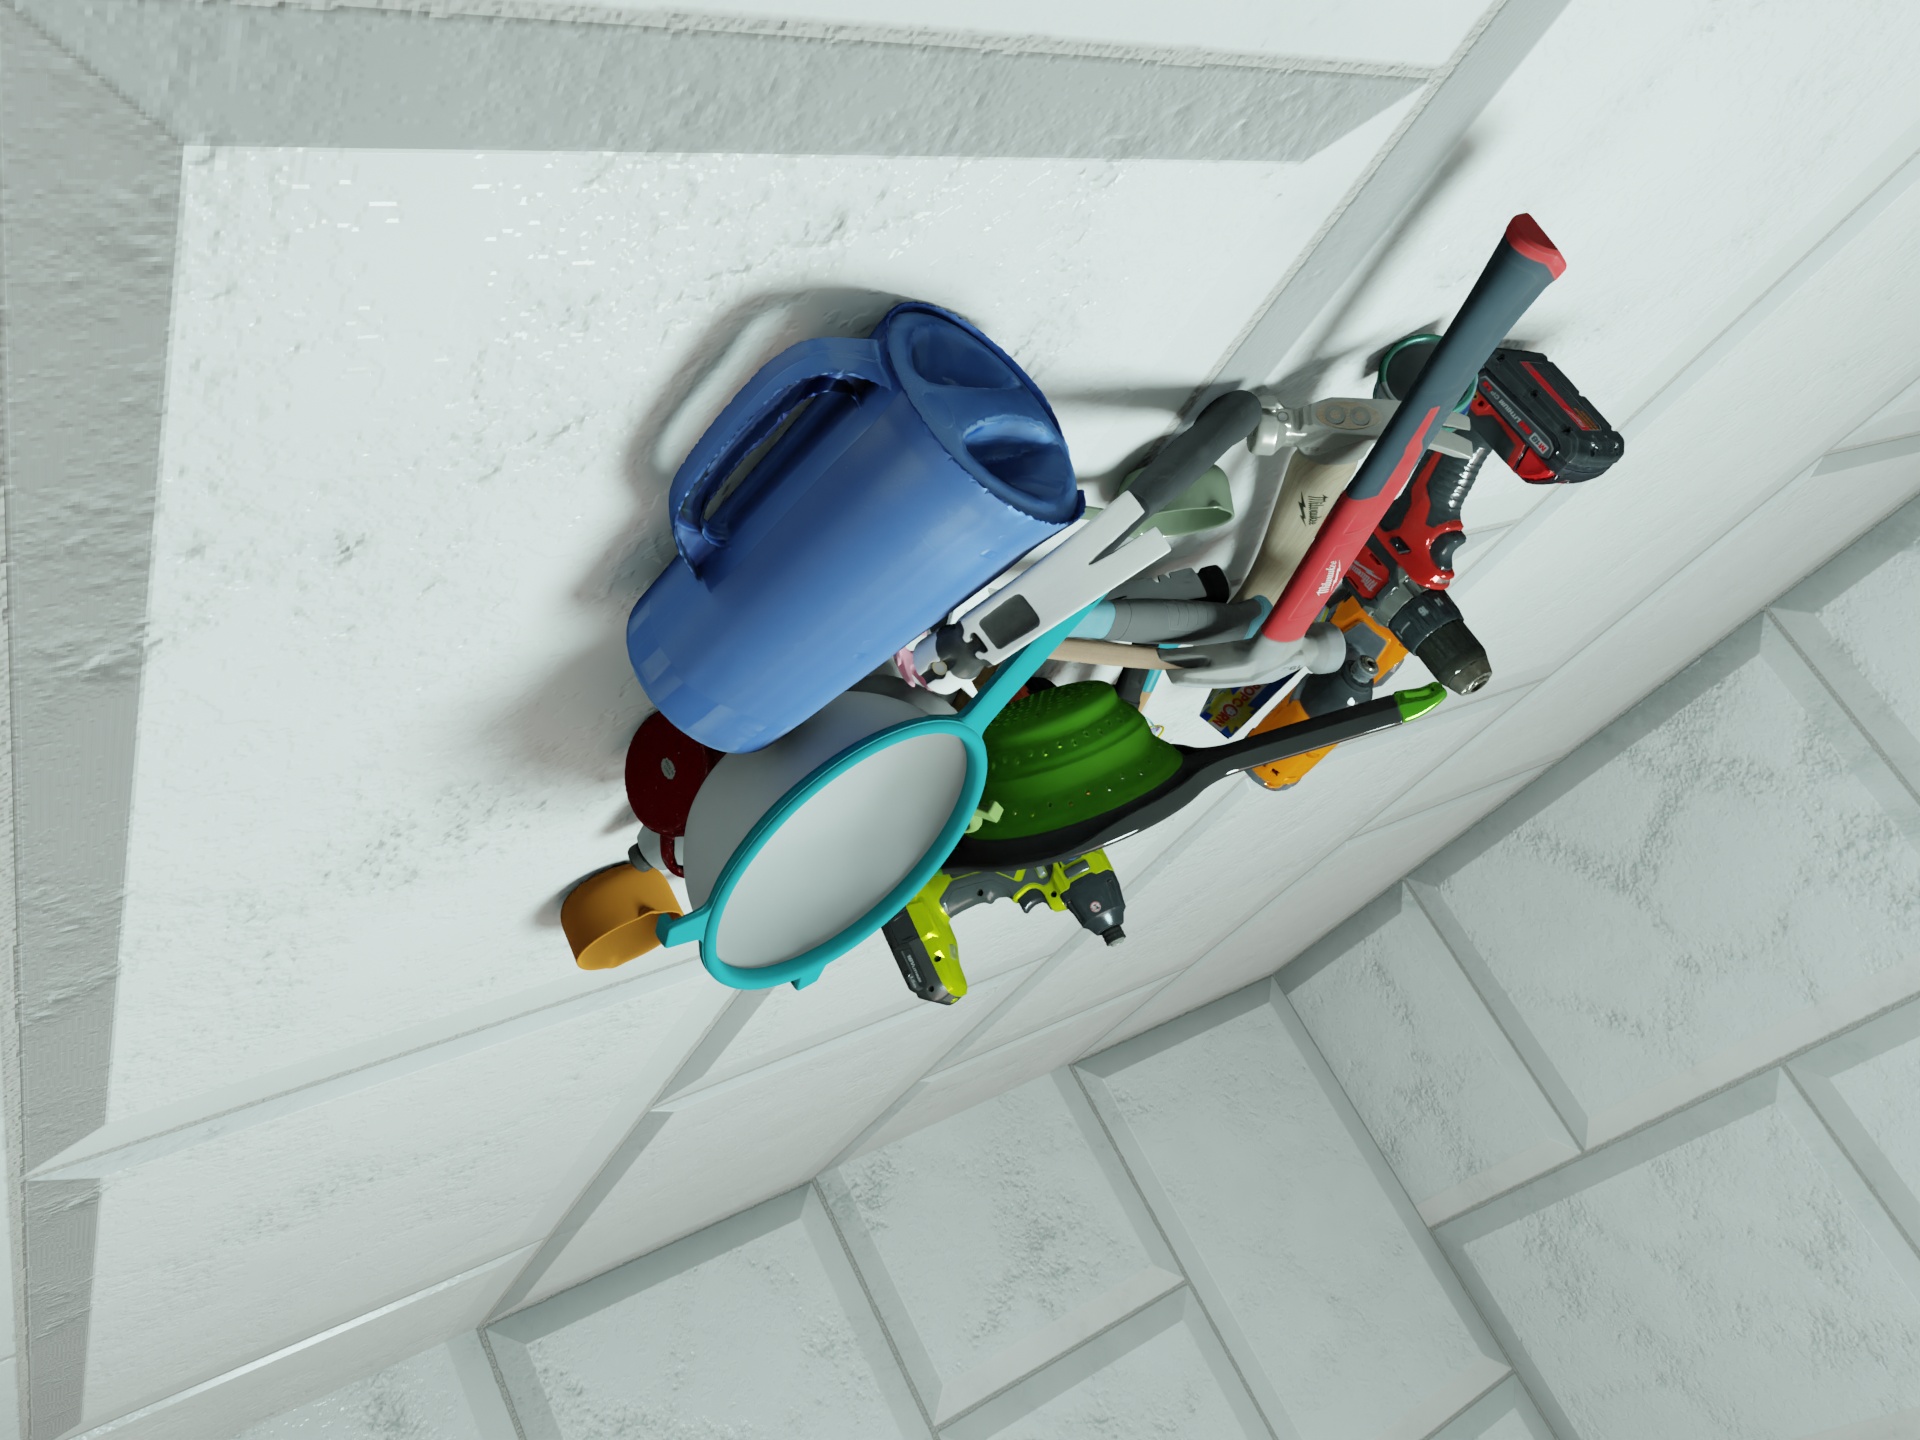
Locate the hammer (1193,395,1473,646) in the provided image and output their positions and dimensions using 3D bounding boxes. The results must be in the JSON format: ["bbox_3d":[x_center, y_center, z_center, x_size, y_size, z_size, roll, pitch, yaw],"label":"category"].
[{"bbox_3d":[0.255,-0.127,1.217,0.146,0.038,0.410,4,160,-1],"label":"hammer"}]

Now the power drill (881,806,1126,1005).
[{"bbox_3d":[0.041,0.178,1.541,0.223,0.171,0.080,-29,160,7],"label":"power drill"}]

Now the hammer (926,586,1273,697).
[{"bbox_3d":[0.110,-0.071,1.107,0.330,0.033,0.128,-1,123,-42],"label":"hammer"}]

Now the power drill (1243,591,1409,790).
[{"bbox_3d":[0.348,-0.048,1.422,0.226,0.084,0.164,-46,175,-41],"label":"power drill"}]

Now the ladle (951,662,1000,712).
[{"bbox_3d":[-0.002,-0.004,1.245,0.069,0.031,0.315,-21,157,-31],"label":"ladle"}]

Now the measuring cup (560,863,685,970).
[{"bbox_3d":[-0.229,0.138,1.240,0.173,0.052,0.095,-16,156,-38],"label":"measuring cup"}]

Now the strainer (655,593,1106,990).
[{"bbox_3d":[-0.048,0.008,0.956,0.340,0.095,0.210,-47,154,1],"label":"strainer"}]

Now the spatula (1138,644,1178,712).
[{"bbox_3d":[0.150,-0.005,1.380,0.082,0.044,0.317,8,137,-18],"label":"spatula"}]

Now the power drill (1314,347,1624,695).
[{"bbox_3d":[0.390,-0.148,1.209,0.080,0.188,0.226,-9,148,-42],"label":"power drill"}]

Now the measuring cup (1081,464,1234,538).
[{"bbox_3d":[0.102,-0.147,1.022,0.167,0.038,0.083,1,170,-32],"label":"measuring cup"}]

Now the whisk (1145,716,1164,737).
[{"bbox_3d":[0.082,0.062,1.501,0.245,0.047,0.051,-29,134,10],"label":"whisk"}]

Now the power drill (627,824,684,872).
[{"bbox_3d":[-0.138,0.095,1.178,0.143,0.079,0.219,-32,145,9],"label":"power drill"}]

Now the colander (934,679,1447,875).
[{"bbox_3d":[0.151,0.005,1.173,0.397,0.094,0.204,-18,-169,10],"label":"colander"}]

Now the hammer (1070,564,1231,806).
[{"bbox_3d":[0.124,-0.003,1.318,0.127,0.034,0.336,-14,148,-17],"label":"hammer"}]

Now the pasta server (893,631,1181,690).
[{"bbox_3d":[0.078,-0.048,1.142,0.316,0.040,0.060,4,112,-37],"label":"pasta server"}]

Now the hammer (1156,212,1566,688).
[{"bbox_3d":[0.252,-0.150,1.006,0.143,0.038,0.386,-6,146,-22],"label":"hammer"}]

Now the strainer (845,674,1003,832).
[{"bbox_3d":[-0.048,0.019,1.164,0.069,0.151,0.256,-59,-174,-12],"label":"strainer"}]

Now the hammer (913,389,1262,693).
[{"bbox_3d":[0.104,-0.124,0.891,0.146,0.035,0.335,-32,-172,40],"label":"hammer"}]
